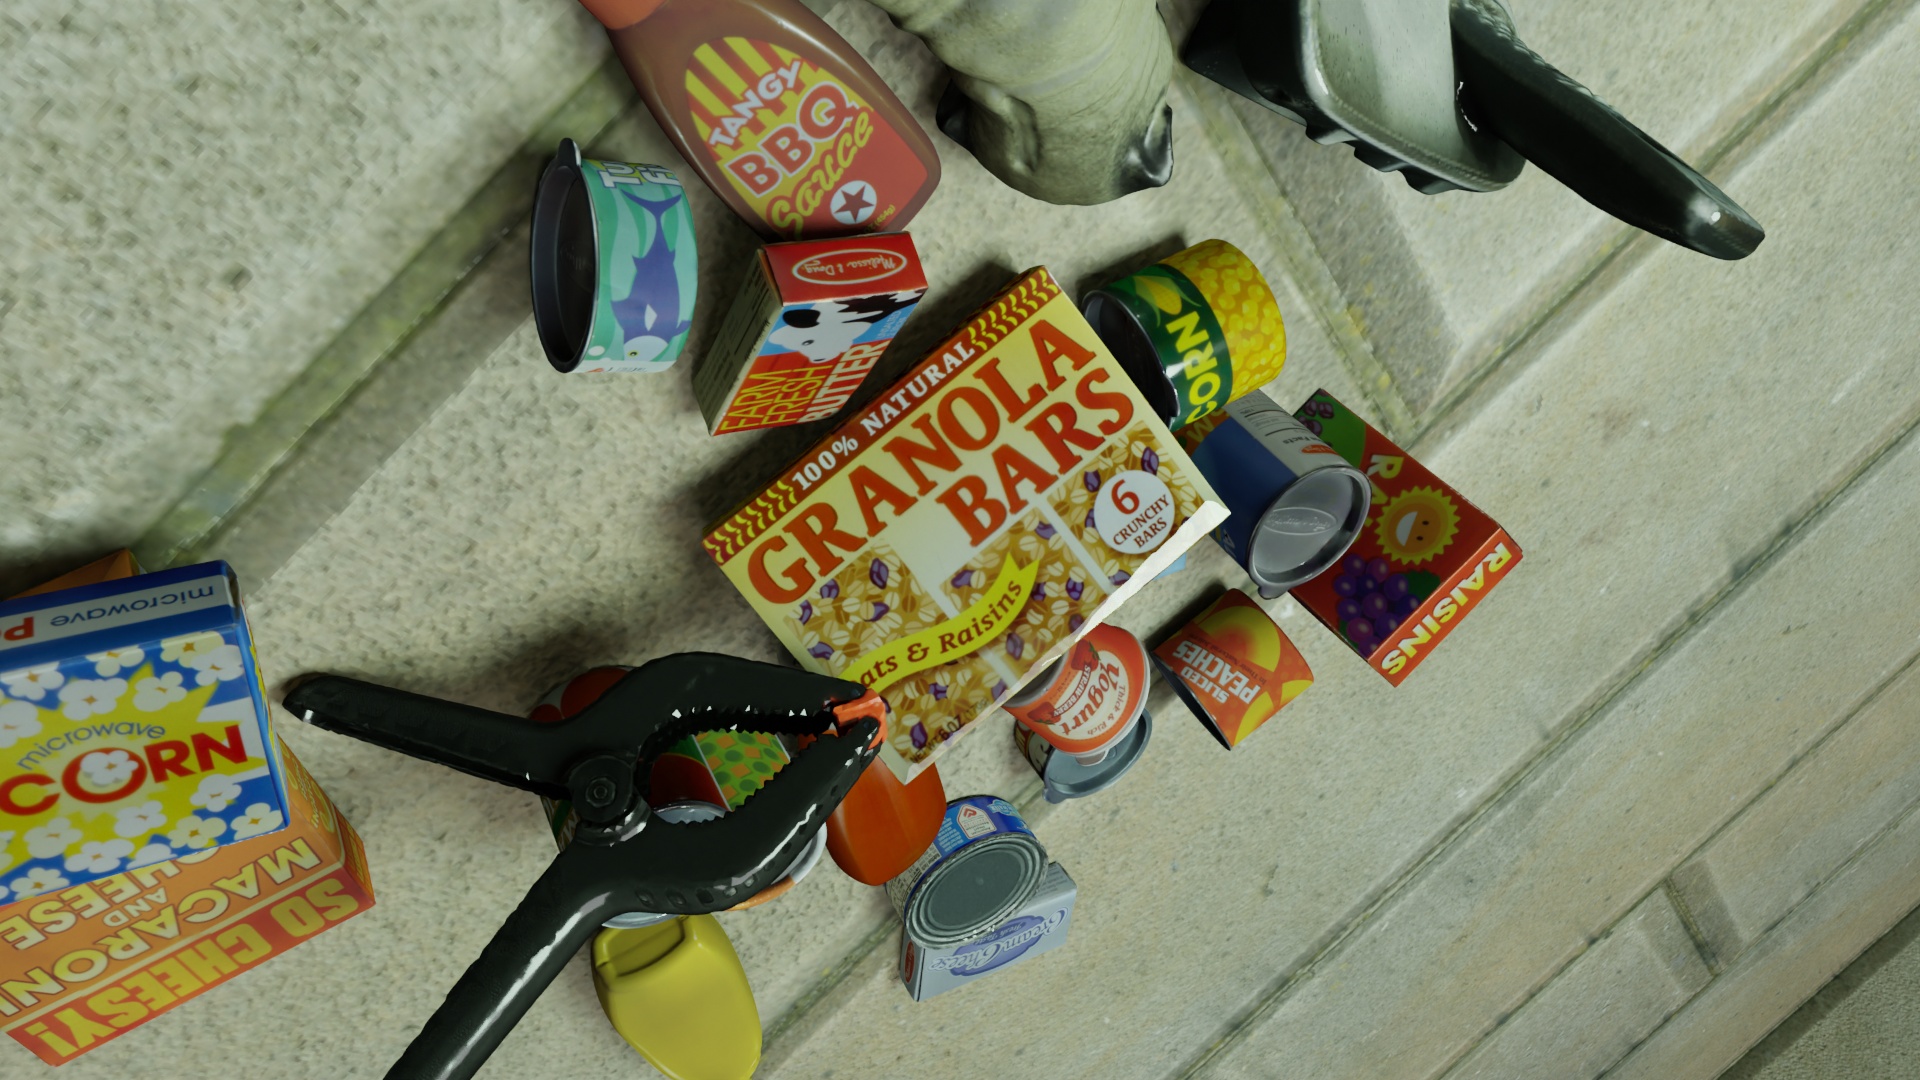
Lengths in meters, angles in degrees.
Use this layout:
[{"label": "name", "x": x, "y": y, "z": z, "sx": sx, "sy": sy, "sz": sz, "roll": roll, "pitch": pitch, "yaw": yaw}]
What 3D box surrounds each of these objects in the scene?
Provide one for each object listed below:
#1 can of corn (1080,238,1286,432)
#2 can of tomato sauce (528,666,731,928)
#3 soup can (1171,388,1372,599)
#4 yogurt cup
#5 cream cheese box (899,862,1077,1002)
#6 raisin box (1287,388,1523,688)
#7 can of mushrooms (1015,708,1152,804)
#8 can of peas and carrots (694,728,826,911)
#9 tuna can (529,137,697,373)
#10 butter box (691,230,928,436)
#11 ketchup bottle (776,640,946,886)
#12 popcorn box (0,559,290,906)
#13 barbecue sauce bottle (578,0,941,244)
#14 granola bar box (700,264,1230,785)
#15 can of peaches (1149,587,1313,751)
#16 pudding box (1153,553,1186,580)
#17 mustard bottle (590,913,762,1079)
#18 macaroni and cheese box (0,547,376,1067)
[{"label": "can of corn", "x": 0.092, "y": -0.082, "z": 0.569, "sx": 0.058, "sy": 0.071, "sz": 0.070, "roll": -27, "pitch": 136, "yaw": -14}, {"label": "can of tomato sauce", "x": -0.135, "y": 0.101, "z": 0.556, "sx": 0.071, "sy": 0.083, "sz": 0.070, "roll": -18, "pitch": 133, "yaw": -21}, {"label": "soup can", "x": 0.132, "y": -0.026, "z": 0.633, "sx": 0.071, "sy": 0.084, "sz": 0.071, "roll": -18, "pitch": 133, "yaw": -21}, {"label": "yogurt cup", "x": 0.049, "y": 0.064, "z": 0.667, "sx": 0.054, "sy": 0.072, "sz": 0.072, "roll": 31, "pitch": 104, "yaw": -37}, {"label": "cream cheese box", "x": 0.017, "y": 0.227, "z": 0.808, "sx": 0.104, "sy": 0.024, "sz": 0.053, "roll": -14, "pitch": 132, "yaw": -25}, {"label": "raisin box", "x": 0.189, "y": -0.003, "z": 0.662, "sx": 0.086, "sy": 0.124, "sz": 0.040, "roll": -47, "pitch": 136, "yaw": 8}, {"label": "can of mushrooms", "x": 0.063, "y": 0.102, "z": 0.729, "sx": 0.071, "sy": 0.033, "sz": 0.070, "roll": -19, "pitch": 134, "yaw": -21}, {"label": "can of peas and carrots", "x": -0.102, "y": 0.120, "z": 0.613, "sx": 0.071, "sy": 0.059, "sz": 0.070, "roll": -19, "pitch": 133, "yaw": -21}, {"label": "tuna can", "x": -0.108, "y": -0.087, "z": 0.431, "sx": 0.033, "sy": 0.071, "sz": 0.070, "roll": -4, "pitch": 127, "yaw": -33}, {"label": "butter box", "x": -0.054, "y": -0.069, "z": 0.476, "sx": 0.053, "sy": 0.024, "sz": 0.103, "roll": -12, "pitch": 166, "yaw": -27}, {"label": "ketchup bottle", "x": -0.046, "y": 0.095, "z": 0.637, "sx": 0.065, "sy": 0.043, "sz": 0.148, "roll": -45, "pitch": 142, "yaw": -28}, {"label": "popcorn box", "x": -0.272, "y": 0.061, "z": 0.405, "sx": 0.127, "sy": 0.038, "sz": 0.084, "roll": -13, "pitch": 130, "yaw": -26}, {"label": "barbecue sauce bottle", "x": -0.070, "y": -0.145, "z": 0.425, "sx": 0.065, "sy": 0.044, "sz": 0.148, "roll": -39, "pitch": 137, "yaw": 11}, {"label": "granola bar box", "x": 0.002, "y": -0.007, "z": 0.542, "sx": 0.166, "sy": 0.039, "sz": 0.124, "roll": -39, "pitch": 100, "yaw": -4}, {"label": "can of peaches", "x": 0.142, "y": 0.066, "z": 0.728, "sx": 0.058, "sy": 0.071, "sz": 0.071, "roll": -38, "pitch": 137, "yaw": -2}, {"label": "pudding box", "x": 0.057, "y": 0.001, "z": 0.629, "sx": 0.084, "sy": 0.050, "sz": 0.030, "roll": -20, "pitch": 135, "yaw": -19}, {"label": "mustard bottle", "x": -0.133, "y": 0.239, "z": 0.698, "sx": 0.065, "sy": 0.049, "sz": 0.159, "roll": -26, "pitch": 136, "yaw": -13}, {"label": "macaroni and cheese box", "x": -0.297, "y": 0.096, "z": 0.473, "sx": 0.124, "sy": 0.040, "sz": 0.165, "roll": -26, "pitch": 135, "yaw": -14}]
